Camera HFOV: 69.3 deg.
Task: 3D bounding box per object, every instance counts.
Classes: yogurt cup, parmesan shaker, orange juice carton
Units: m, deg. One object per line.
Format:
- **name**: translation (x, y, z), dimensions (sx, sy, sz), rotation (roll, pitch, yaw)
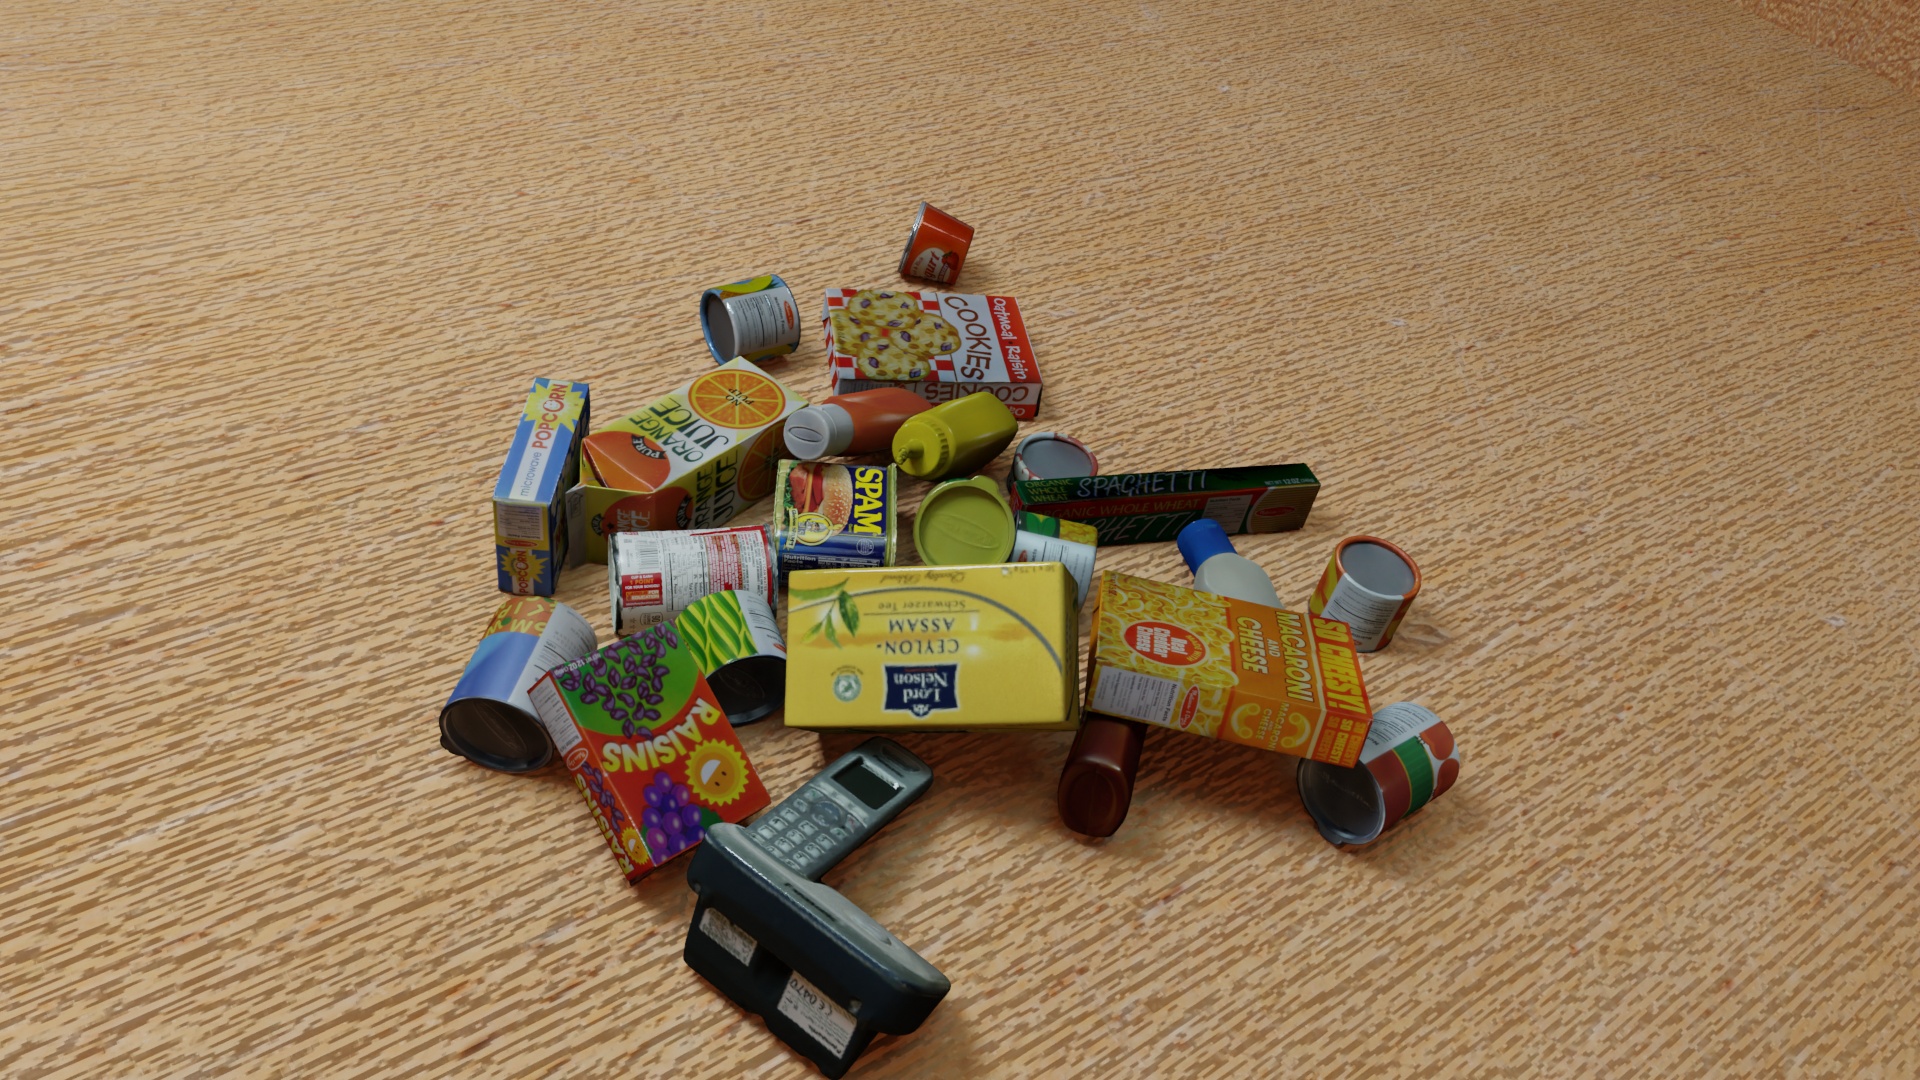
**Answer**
- **yogurt cup**: translation (-0.021, -0.264, 1.249), dimensions (0.054, 0.072, 0.073), rotation (20, 42, -6)
- **parmesan shaker**: translation (0.003, -0.012, 0.950), dimensions (0.071, 0.071, 0.103), rotation (13, 4, -2)
- **orange juice carton**: translation (-0.198, -0.049, 0.970), dimensions (0.073, 0.071, 0.194), rotation (34, 46, 21)

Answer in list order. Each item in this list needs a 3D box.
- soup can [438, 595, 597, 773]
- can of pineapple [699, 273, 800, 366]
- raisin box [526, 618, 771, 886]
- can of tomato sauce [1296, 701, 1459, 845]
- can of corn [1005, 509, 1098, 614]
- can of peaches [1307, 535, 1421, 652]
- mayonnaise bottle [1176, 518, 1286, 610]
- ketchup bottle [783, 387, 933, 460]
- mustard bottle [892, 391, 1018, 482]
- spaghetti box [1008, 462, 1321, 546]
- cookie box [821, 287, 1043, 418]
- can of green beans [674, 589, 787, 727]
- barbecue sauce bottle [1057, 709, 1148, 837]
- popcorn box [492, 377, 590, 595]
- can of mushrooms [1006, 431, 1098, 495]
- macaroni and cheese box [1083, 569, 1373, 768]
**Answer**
- **soup can**: translation (-0.261, 0.084, 0.819), dimensions (0.071, 0.071, 0.084), rotation (12, 42, -2)
- **can of pineapple**: translation (-0.170, -0.176, 1.116), dimensions (0.058, 0.070, 0.071), rotation (-19, 52, -31)
- **raisin box**: translation (-0.175, 0.117, 0.783), dimensions (0.086, 0.040, 0.123), rotation (-24, 80, -45)
- **can of tomato sauce**: translation (0.267, 0.149, 0.887), dimensions (0.083, 0.070, 0.071), rotation (-19, 52, -35)
- **can of corn**: translation (0.060, 0.016, 0.975), dimensions (0.058, 0.070, 0.071), rotation (12, 43, -3)
- **can of peaches**: translation (0.296, 0.037, 1.018), dimensions (0.071, 0.057, 0.071), rotation (7, 44, -7)
- **mayonnaise bottle**: translation (0.200, 0.047, 0.996), dimensions (0.065, 0.041, 0.149), rotation (-4, 45, -19)
- **ketchup bottle**: translation (-0.076, -0.085, 1.017), dimensions (0.065, 0.043, 0.149), rotation (15, 15, 21)
- **mustard bottle**: translation (-0.011, -0.073, 1.012), dimensions (0.049, 0.065, 0.161), rotation (50, 24, 8)
- **spaghetti box**: translation (0.153, -0.026, 1.053), dimensions (0.251, 0.049, 0.029), rotation (-4, 44, -19)
- **cookie box**: translation (-0.025, -0.155, 1.150), dimensions (0.168, 0.040, 0.123), rotation (0, 45, -13)
- **can of green beans**: translation (-0.141, 0.073, 0.861), dimensions (0.071, 0.070, 0.058), rotation (-9, 47, -23)
- **barbecue sauce bottle**: translation (0.097, 0.117, 0.883), dimensions (0.044, 0.064, 0.149), rotation (12, 33, 11)
- **popcorn box**: translation (-0.277, -0.037, 0.926), dimensions (0.038, 0.084, 0.127), rotation (7, 43, -6)
- **can of mushrooms**: translation (0.073, -0.050, 1.070), dimensions (0.071, 0.033, 0.071), rotation (8, 42, -7)
- **macaroni and cheese box**: translation (0.165, 0.078, 0.876), dimensions (0.166, 0.040, 0.124), rotation (13, 26, 2)
